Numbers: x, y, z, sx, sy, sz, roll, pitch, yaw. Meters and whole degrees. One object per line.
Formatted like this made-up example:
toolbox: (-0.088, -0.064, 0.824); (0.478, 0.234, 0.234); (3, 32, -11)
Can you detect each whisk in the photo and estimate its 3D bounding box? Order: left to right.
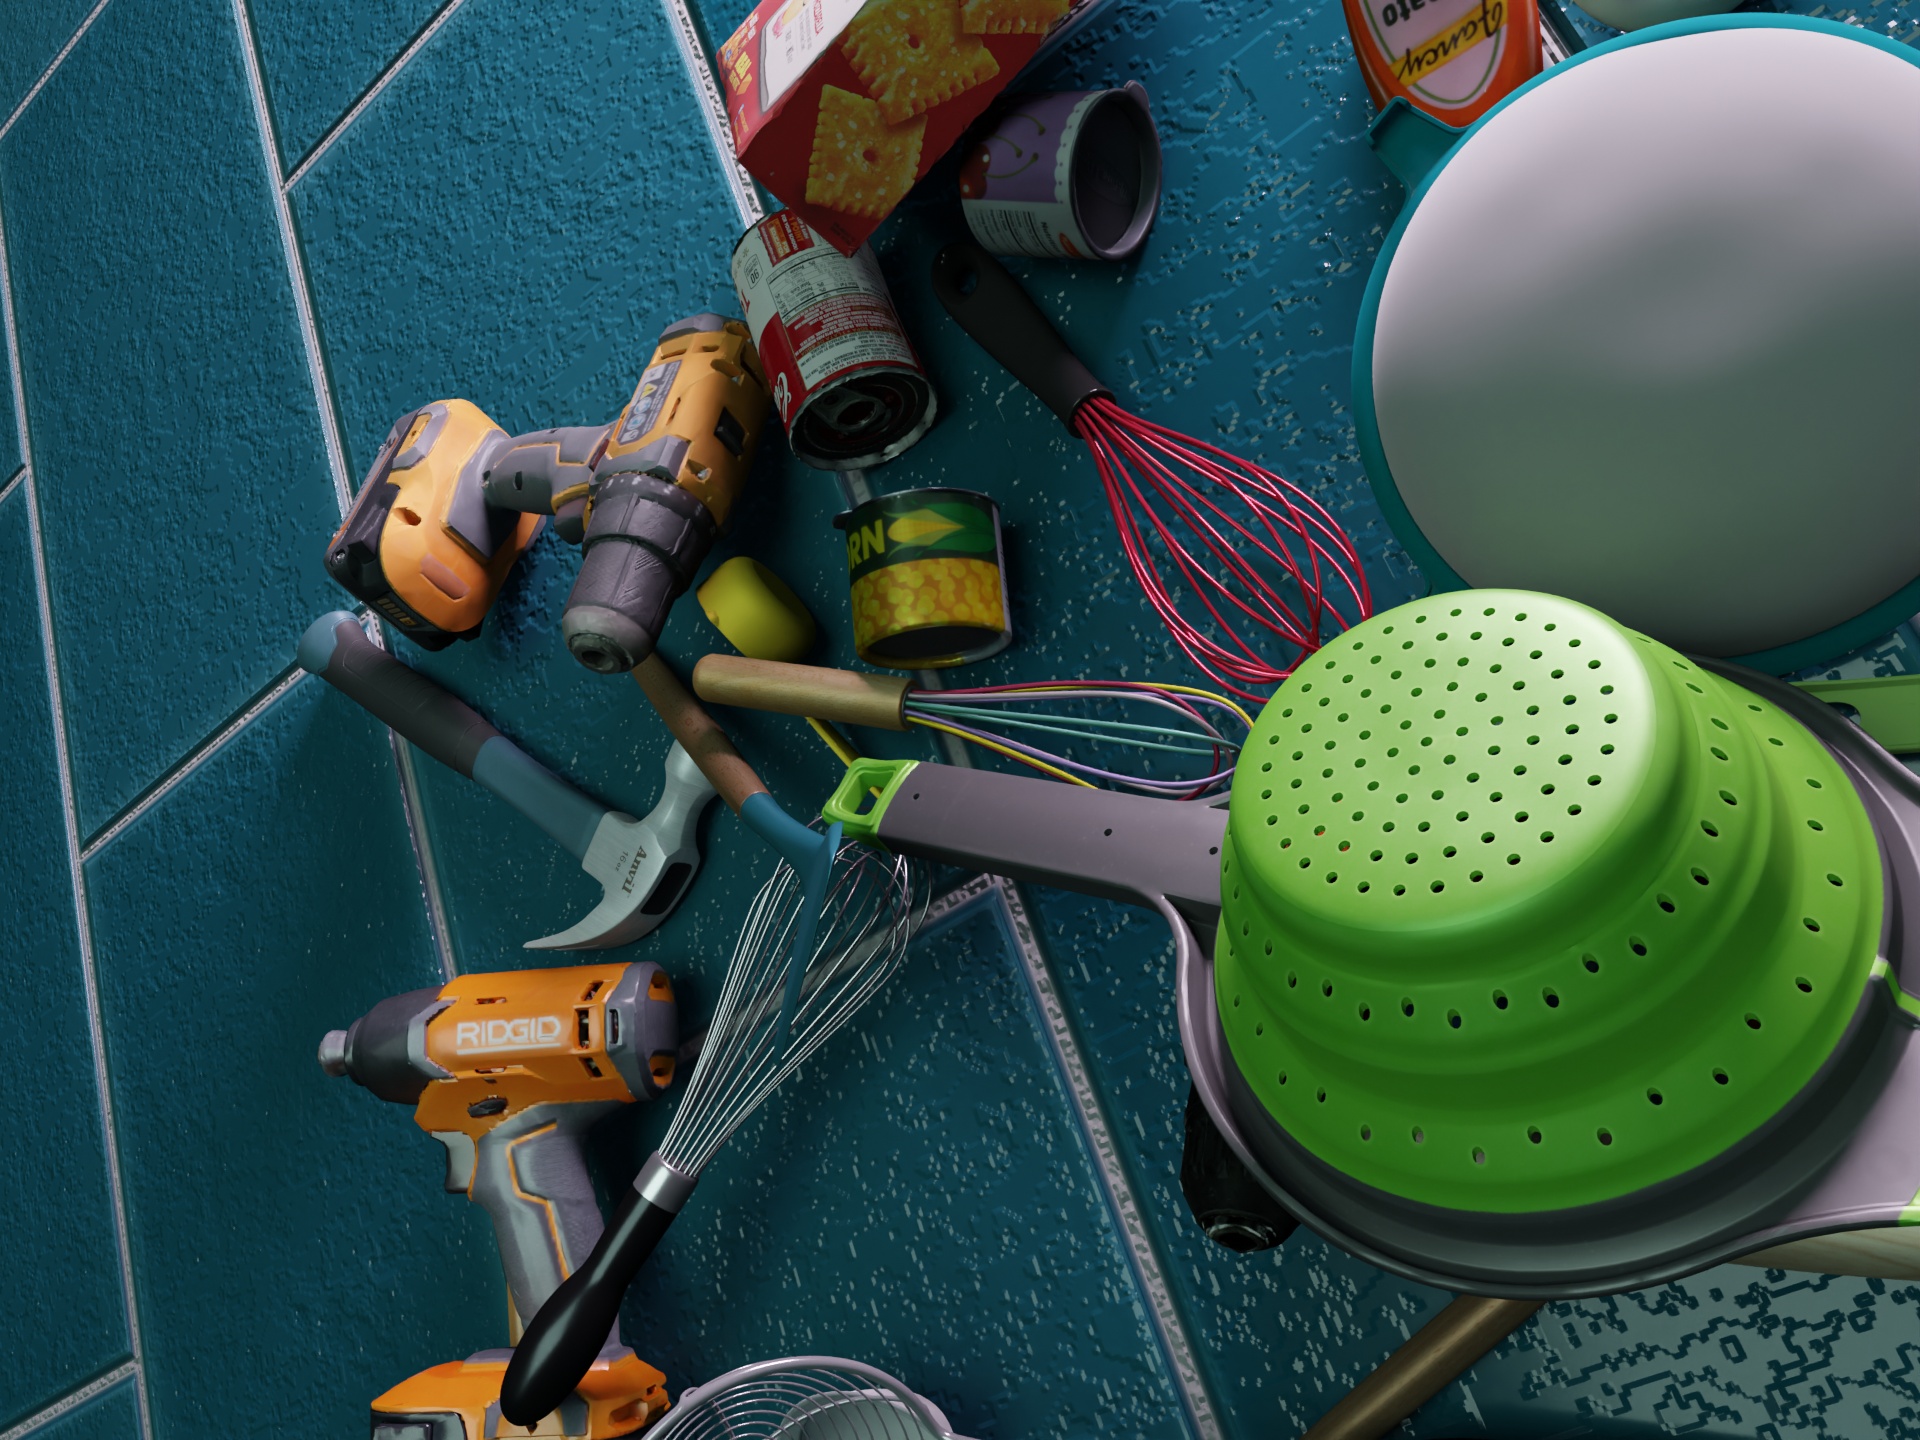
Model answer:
whisk: (-0.101, 0.161, 0.649); (0.070, 0.070, 0.284); (28, 82, 35)
whisk: (-0.002, 0.000, 0.632); (0.245, 0.051, 0.047); (8, 95, 23)
whisk: (0.063, -0.111, 0.628); (0.073, 0.073, 0.296); (-49, 52, 18)

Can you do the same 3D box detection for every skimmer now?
skimmer: (0.058, 0.259, 0.499); (0.363, 0.090, 0.127); (-8, 104, 20)

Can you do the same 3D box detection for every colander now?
colander: (0.078, 0.026, 0.471); (0.397, 0.094, 0.204); (7, 57, 43)

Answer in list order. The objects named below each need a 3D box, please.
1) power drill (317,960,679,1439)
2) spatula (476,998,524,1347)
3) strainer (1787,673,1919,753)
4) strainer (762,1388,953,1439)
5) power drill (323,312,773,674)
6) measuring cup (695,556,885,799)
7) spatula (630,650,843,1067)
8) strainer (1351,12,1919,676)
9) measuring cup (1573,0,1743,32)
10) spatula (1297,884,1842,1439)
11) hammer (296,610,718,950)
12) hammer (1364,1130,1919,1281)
power drill: (-0.209, 0.226, 0.708); (0.164, 0.084, 0.227); (-5, 76, 7)
spatula: (-0.208, 0.288, 0.746); (0.081, 0.041, 0.323); (-11, 75, 7)
strainer: (0.340, -0.012, 0.406); (0.256, 0.069, 0.151); (-5, 79, 32)
strainer: (0.032, 0.286, 0.582); (0.258, 0.050, 0.086); (1, 115, 29)
power drill: (-0.200, -0.092, 0.761); (0.226, 0.084, 0.185); (-8, 53, 32)
measuring cup: (-0.059, -0.014, 0.702); (0.029, 0.062, 0.157); (-45, 70, 8)
spatula: (-0.103, 0.023, 0.664); (0.318, 0.044, 0.082); (41, 121, 54)
strainer: (0.270, -0.116, 0.442); (0.340, 0.095, 0.211); (-2, 91, 28)
measuring cup: (0.201, -0.289, 0.550); (0.168, 0.038, 0.083); (29, 87, 20)
spatula: (0.203, 0.158, 0.501); (0.316, 0.018, 0.060); (-48, 62, 17)
hammer: (-0.254, 0.014, 0.835); (0.331, 0.033, 0.128); (27, 96, 35)
hammer: (0.280, 0.143, 0.426); (0.411, 0.038, 0.146); (-5, 81, 31)
